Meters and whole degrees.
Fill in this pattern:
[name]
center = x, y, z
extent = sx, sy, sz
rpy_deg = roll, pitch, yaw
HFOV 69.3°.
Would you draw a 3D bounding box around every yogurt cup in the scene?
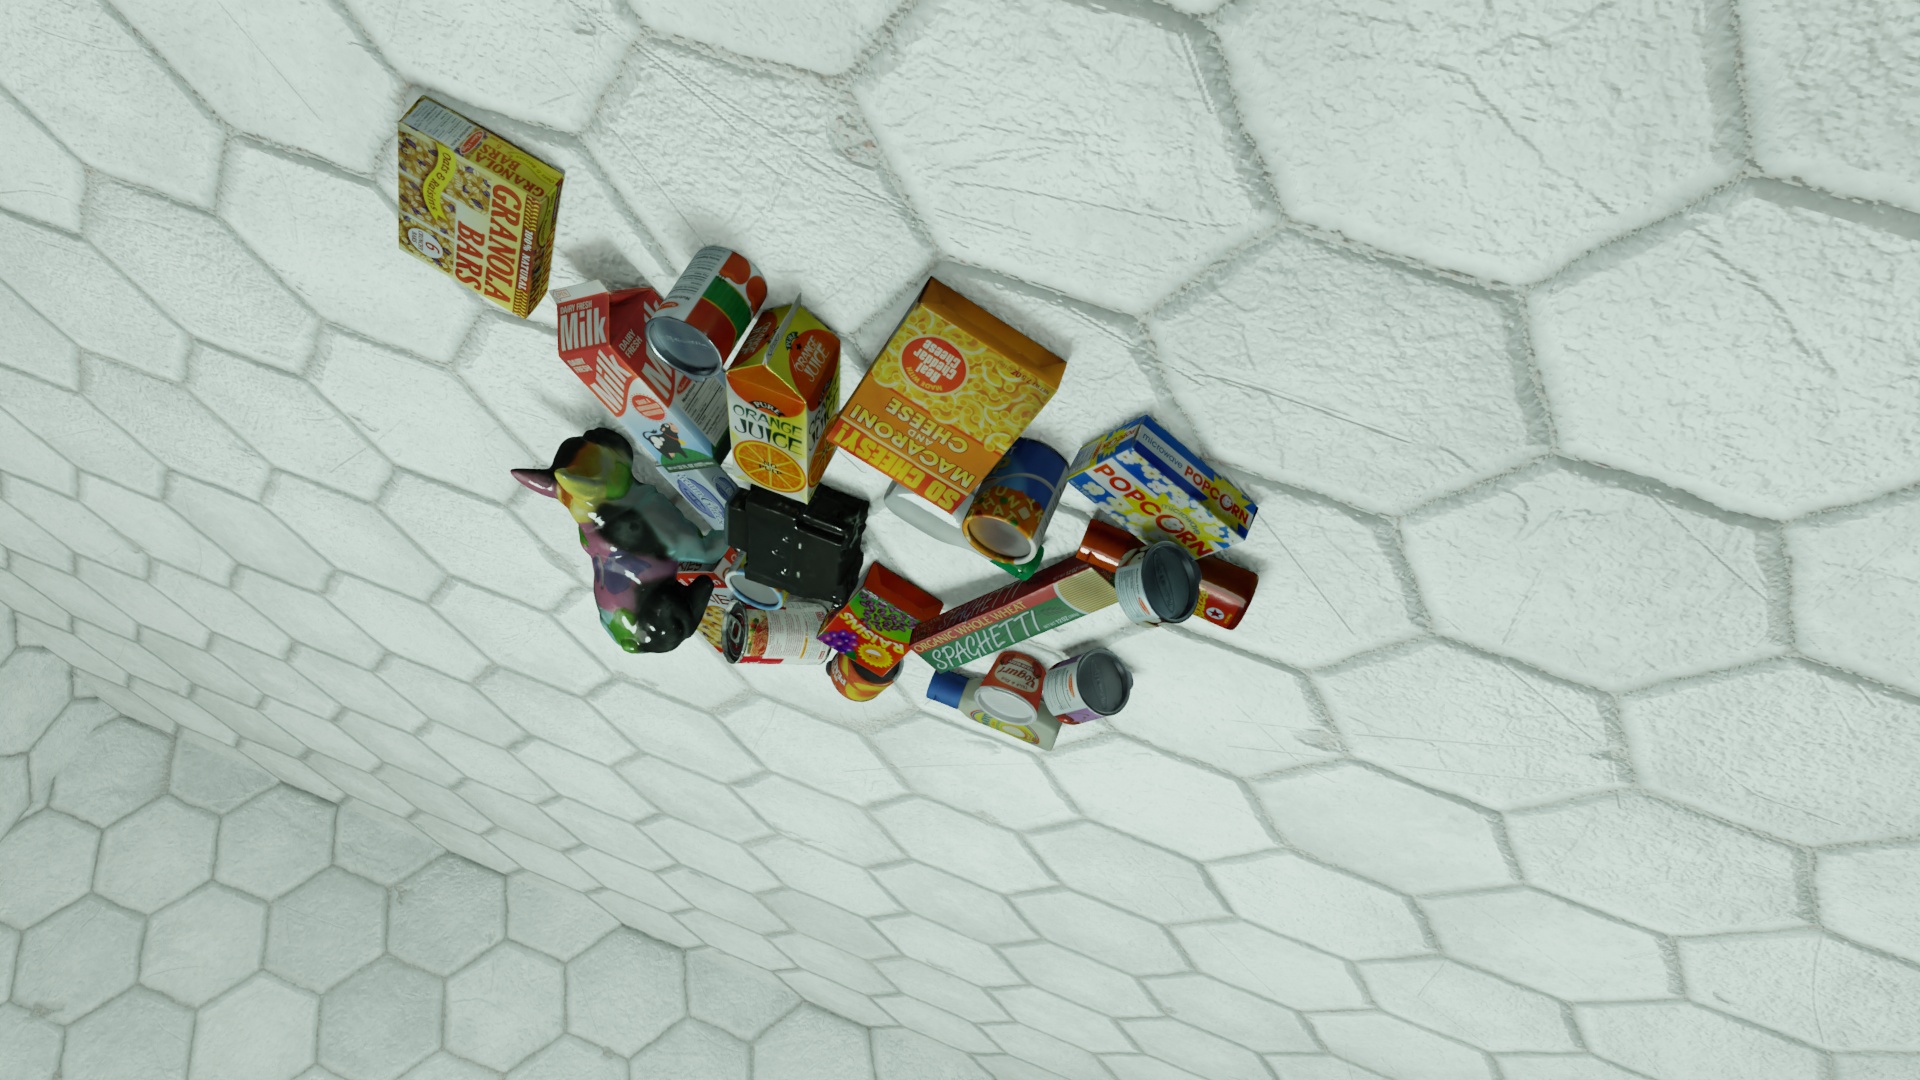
[yogurt cup]
center = 0.055, 0.151, 1.434
extent = 0.072, 0.054, 0.072
rpy_deg = 18, 148, 12

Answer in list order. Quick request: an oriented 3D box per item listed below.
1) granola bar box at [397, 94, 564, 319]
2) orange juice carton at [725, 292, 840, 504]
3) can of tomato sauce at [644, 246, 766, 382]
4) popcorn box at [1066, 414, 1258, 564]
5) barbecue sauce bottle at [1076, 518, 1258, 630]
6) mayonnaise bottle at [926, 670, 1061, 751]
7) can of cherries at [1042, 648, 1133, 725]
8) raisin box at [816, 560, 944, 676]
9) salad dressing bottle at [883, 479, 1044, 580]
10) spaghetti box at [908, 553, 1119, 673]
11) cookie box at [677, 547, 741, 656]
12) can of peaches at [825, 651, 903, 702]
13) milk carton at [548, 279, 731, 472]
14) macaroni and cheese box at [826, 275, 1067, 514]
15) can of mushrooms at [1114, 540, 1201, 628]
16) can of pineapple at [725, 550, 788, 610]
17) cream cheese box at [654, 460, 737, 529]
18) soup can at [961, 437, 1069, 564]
[granola bar box]
center = -0.395, -0.269, 1.139
extent = 0.124, 0.039, 0.164
rpy_deg = 29, 148, -6
[orange juice carton]
center = -0.146, -0.119, 1.155
extent = 0.073, 0.072, 0.191
rpy_deg = 20, 149, 7
[can of tomato sauce]
center = -0.198, -0.178, 1.093
extent = 0.071, 0.083, 0.070
rpy_deg = 18, 148, 12
[popcorn box]
center = 0.158, -0.037, 1.097
extent = 0.126, 0.038, 0.085
rpy_deg = 37, 147, -18
[barbecue sauce bottle]
center = 0.173, 0.025, 1.175
extent = 0.148, 0.044, 0.064
rpy_deg = 23, 149, 5
[mayonnaise bottle]
center = 0.037, 0.180, 1.501
extent = 0.148, 0.041, 0.064
rpy_deg = 20, 150, 7
[can of cherries]
center = 0.126, 0.145, 1.367
extent = 0.071, 0.072, 0.058
rpy_deg = 37, 147, -18
[raisin box]
center = -0.085, 0.082, 1.430
extent = 0.086, 0.040, 0.122
rpy_deg = 31, 139, -11
[salad dressing bottle]
center = 0.004, -0.015, 1.234
extent = 0.147, 0.044, 0.064
rpy_deg = 32, 146, -12
[spaghetti box]
center = 0.050, 0.069, 1.303
extent = 0.249, 0.029, 0.050
rpy_deg = -26, 122, 40
[cookie box]
center = -0.260, 0.070, 1.548
extent = 0.123, 0.040, 0.167
rpy_deg = -2, 140, 37
[can of peaches]
center = -0.104, 0.135, 1.508
extent = 0.071, 0.071, 0.057
rpy_deg = 32, 147, -11
[milk carton]
center = -0.272, -0.149, 1.197
extent = 0.072, 0.074, 0.190
rpy_deg = -3, 138, 38
[macaroni and cheese box]
center = -0.013, -0.108, 1.078
extent = 0.124, 0.040, 0.165
rpy_deg = 31, 135, -10
[can of mushrooms]
center = 0.158, 0.035, 1.106
extent = 0.071, 0.071, 0.033
rpy_deg = 41, 146, -24
[can of pineapple]
center = -0.199, 0.031, 1.429
extent = 0.071, 0.058, 0.070
rpy_deg = 18, 148, 12
[cream cheese box]
center = -0.250, -0.050, 1.376
extent = 0.053, 0.024, 0.103
rpy_deg = -3, 139, 37
[soup can]
center = 0.043, -0.033, 1.140
extent = 0.071, 0.084, 0.071
rpy_deg = 18, 148, 12
